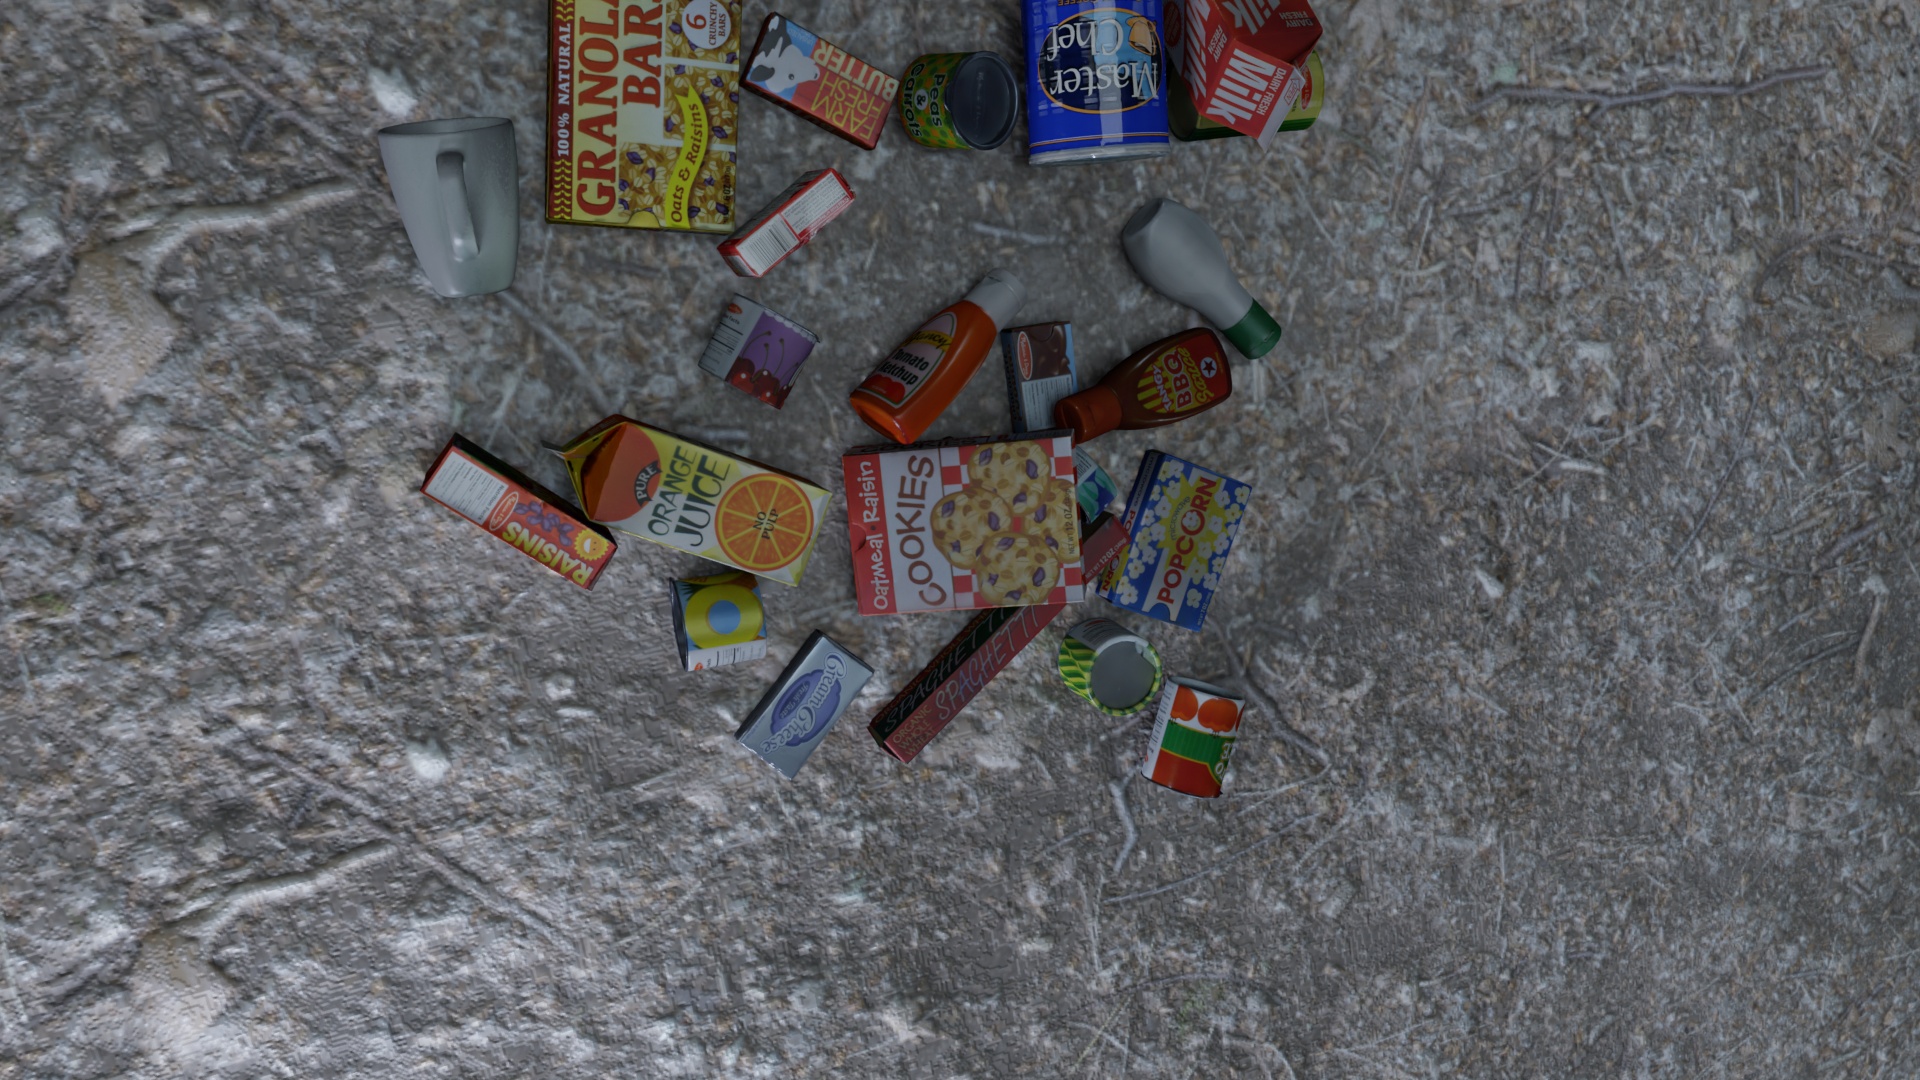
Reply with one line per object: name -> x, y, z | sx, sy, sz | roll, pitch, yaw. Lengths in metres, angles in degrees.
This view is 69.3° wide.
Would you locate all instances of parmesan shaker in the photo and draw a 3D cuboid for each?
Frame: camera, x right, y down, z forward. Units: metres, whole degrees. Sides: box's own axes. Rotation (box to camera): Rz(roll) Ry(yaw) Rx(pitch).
parmesan shaker -> 0.212, -0.342, 1.049 | 0.103, 0.071, 0.071 | -10, 103, -16

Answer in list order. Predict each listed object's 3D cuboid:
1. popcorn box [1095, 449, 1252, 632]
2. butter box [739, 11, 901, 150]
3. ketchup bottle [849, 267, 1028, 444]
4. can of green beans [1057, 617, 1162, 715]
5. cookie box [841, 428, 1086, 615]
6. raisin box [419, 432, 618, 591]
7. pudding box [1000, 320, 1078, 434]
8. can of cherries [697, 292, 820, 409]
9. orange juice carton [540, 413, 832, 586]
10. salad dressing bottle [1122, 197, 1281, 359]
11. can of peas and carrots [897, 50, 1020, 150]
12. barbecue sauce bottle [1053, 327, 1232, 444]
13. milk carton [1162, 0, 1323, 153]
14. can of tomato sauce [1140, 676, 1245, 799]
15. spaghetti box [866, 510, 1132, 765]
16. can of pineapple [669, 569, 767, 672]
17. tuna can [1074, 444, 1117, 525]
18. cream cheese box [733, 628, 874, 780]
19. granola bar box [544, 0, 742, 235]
popcorn box -> 0.170, 0.000, 1.111 | 0.085, 0.038, 0.126 | 18, 93, -22
butter box -> -0.097, -0.319, 0.970 | 0.103, 0.024, 0.053 | 23, 91, -21
ketchup bottle -> -0.011, -0.137, 1.015 | 0.149, 0.065, 0.043 | -47, 135, -15
can of green beans -> 0.118, 0.100, 1.100 | 0.071, 0.058, 0.071 | -4, 101, -18
cookie box -> 0.004, -0.013, 1.016 | 0.167, 0.040, 0.122 | -4, 102, 8
raisin box -> -0.293, -0.019, 0.924 | 0.123, 0.086, 0.040 | 34, 86, -21
pudding box -> 0.062, -0.123, 1.056 | 0.050, 0.030, 0.083 | -11, 103, -15
can of cherries -> -0.139, -0.130, 0.967 | 0.071, 0.071, 0.058 | 27, 91, -21
orange juice carton -> -0.195, -0.035, 0.962 | 0.193, 0.072, 0.073 | 19, 93, -21
salad dressing bottle -> 0.190, -0.200, 1.080 | 0.147, 0.044, 0.064 | 40, 84, -22
can of peas and carrots -> -0.003, -0.308, 0.974 | 0.071, 0.059, 0.070 | -15, 112, -39
barbecue sauce bottle -> 0.138, -0.113, 1.058 | 0.149, 0.043, 0.064 | -24, 100, -29
milk carton -> 0.191, -0.368, 0.980 | 0.073, 0.072, 0.191 | -11, 65, -17
can of tomato sauce -> 0.192, 0.160, 1.131 | 0.071, 0.071, 0.083 | 13, 95, -21
spaghetti box -> 0.029, 0.071, 1.069 | 0.250, 0.050, 0.028 | -45, 109, -6
can of pineapple -> -0.173, 0.054, 0.989 | 0.058, 0.071, 0.071 | -9, 103, -17
tuna can -> 0.086, -0.045, 1.061 | 0.033, 0.071, 0.071 | -45, 110, -7
cream cheese box -> -0.117, 0.122, 1.042 | 0.053, 0.024, 0.104 | 39, 86, -21
granola bar box -> -0.212, -0.292, 0.927 | 0.124, 0.039, 0.165 | 0, 99, -19
